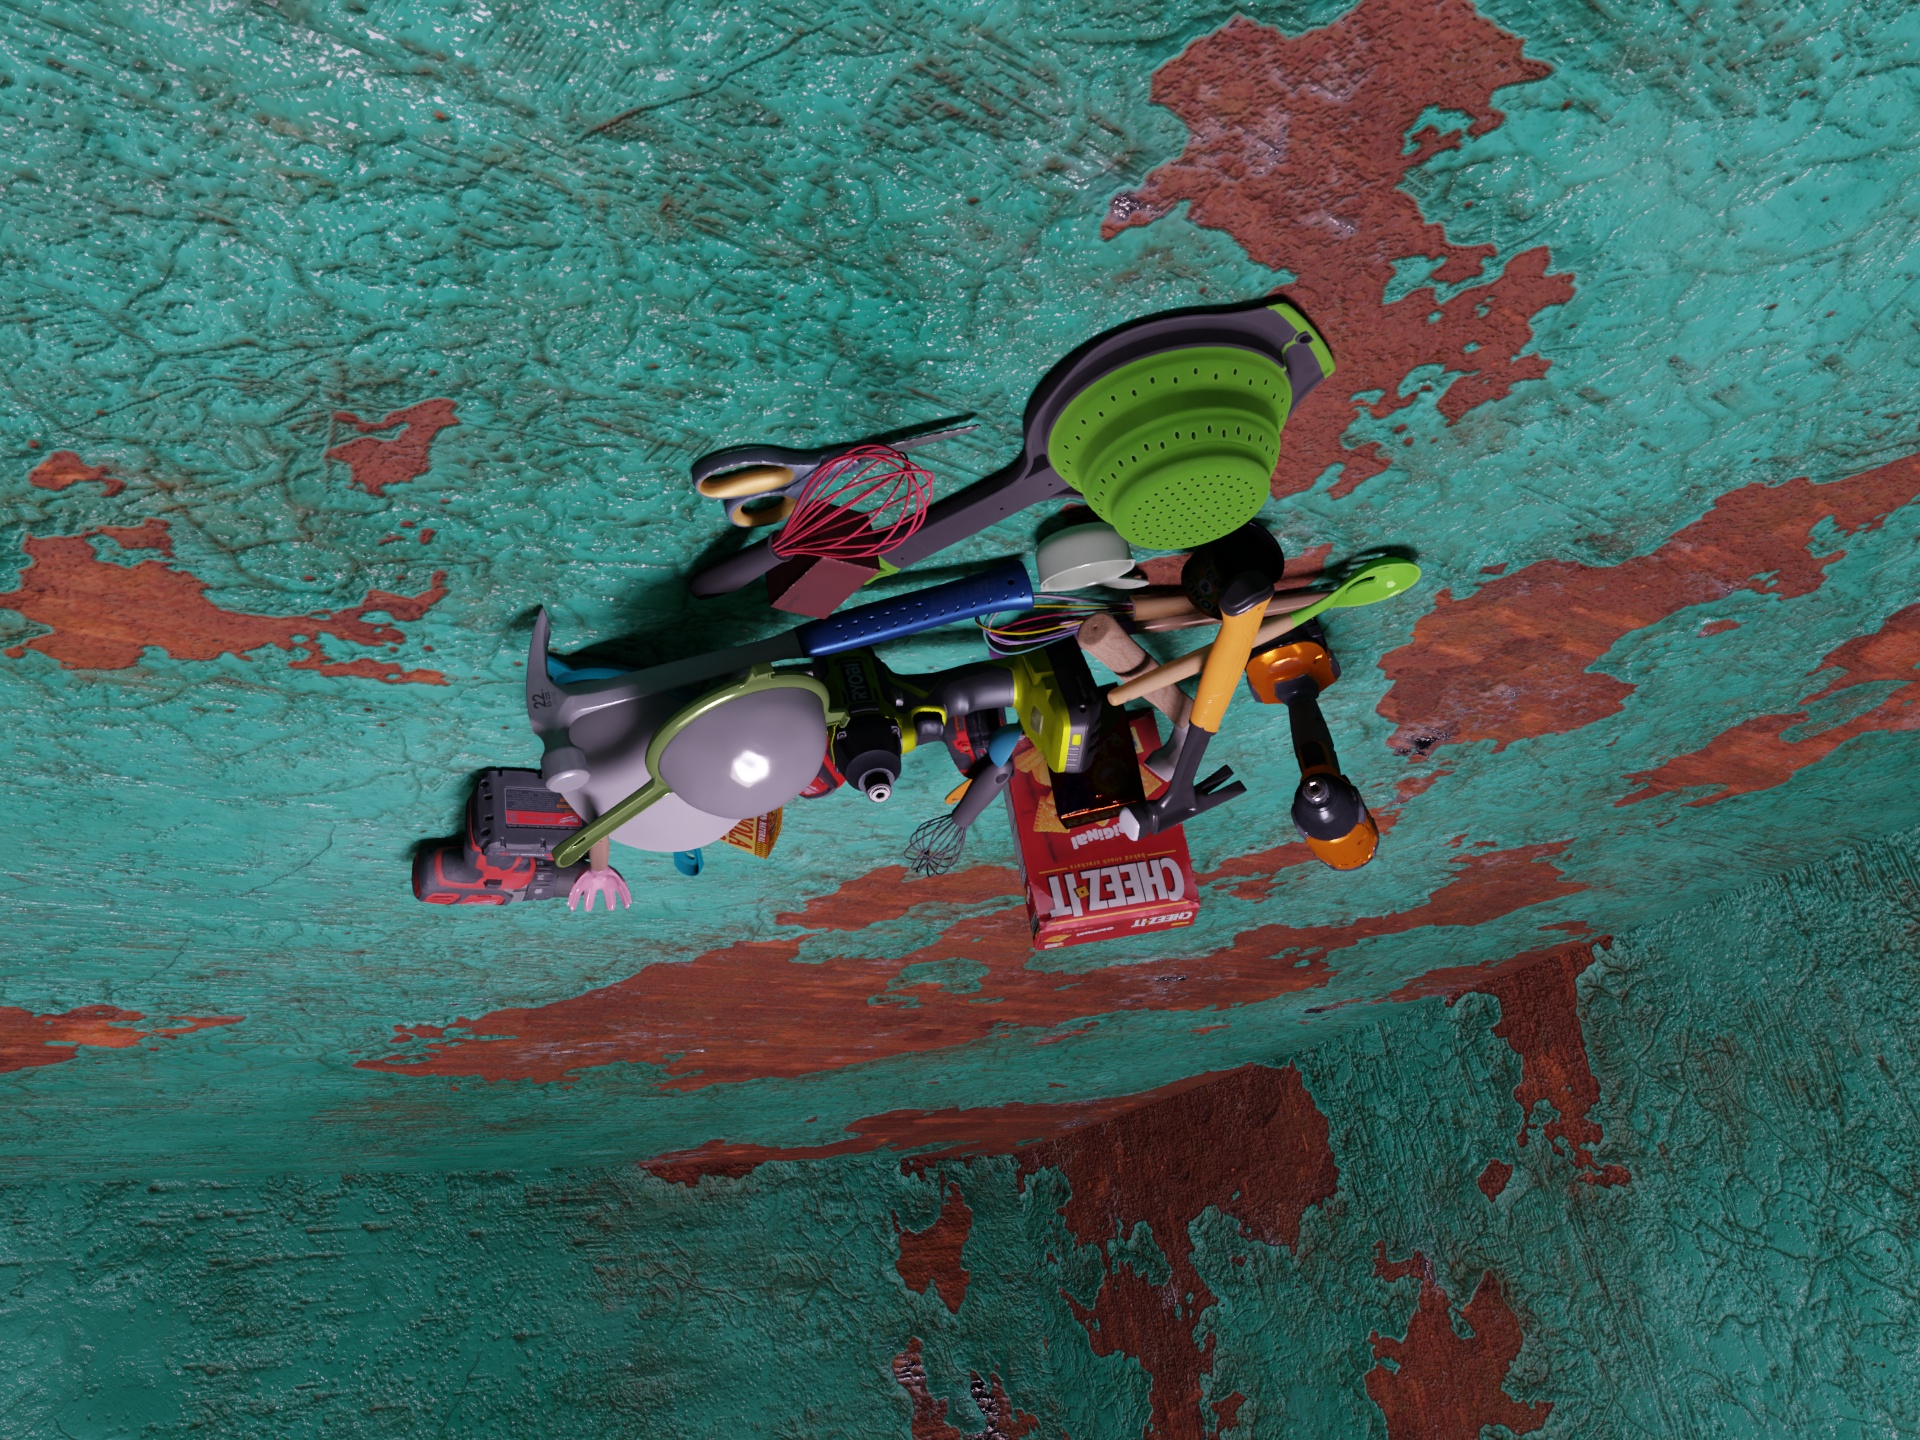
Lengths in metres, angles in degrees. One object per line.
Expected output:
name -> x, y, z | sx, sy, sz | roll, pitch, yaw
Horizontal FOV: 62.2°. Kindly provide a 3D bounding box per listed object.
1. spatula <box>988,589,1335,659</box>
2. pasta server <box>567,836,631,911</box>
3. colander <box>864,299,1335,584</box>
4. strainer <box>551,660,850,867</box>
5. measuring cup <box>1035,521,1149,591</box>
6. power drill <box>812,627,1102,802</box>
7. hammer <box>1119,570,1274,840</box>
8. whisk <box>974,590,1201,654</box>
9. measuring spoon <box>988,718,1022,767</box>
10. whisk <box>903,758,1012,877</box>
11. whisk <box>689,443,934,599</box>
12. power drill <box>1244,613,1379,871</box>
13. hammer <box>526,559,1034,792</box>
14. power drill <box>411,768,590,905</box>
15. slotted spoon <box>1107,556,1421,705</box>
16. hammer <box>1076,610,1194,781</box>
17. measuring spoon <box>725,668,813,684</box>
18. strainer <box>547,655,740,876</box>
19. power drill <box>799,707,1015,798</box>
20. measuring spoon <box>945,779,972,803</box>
spatula -> 0.181, -0.087, 1.425 | 0.316, 0.018, 0.059 | -9, 151, -2
pasta server -> -0.322, 0.132, 1.421 | 0.060, 0.040, 0.316 | -1, 167, -13
colander -> 0.085, -0.155, 1.146 | 0.397, 0.095, 0.204 | -24, 153, 26
strainer -> -0.202, 0.060, 1.220 | 0.256, 0.069, 0.151 | -33, 156, 9
measuring cup -> 0.117, -0.131, 1.296 | 0.083, 0.038, 0.167 | -17, 173, 26
power drill -> -0.002, -0.004, 1.338 | 0.223, 0.171, 0.080 | -6, 132, -12
hammer -> 0.221, -0.012, 1.369 | 0.127, 0.034, 0.336 | -22, 150, -20
whisk -> 0.127, -0.091, 1.356 | 0.245, 0.051, 0.047 | -7, -178, -21
measuring spoon -> 0.049, -0.012, 1.431 | 0.021, 0.129, 0.042 | 27, 139, -6
whisk -> -0.001, 0.091, 1.527 | 0.055, 0.055, 0.239 | 0, 152, -22
whisk -> -0.115, -0.128, 1.121 | 0.073, 0.073, 0.296 | 8, 164, -36
power drill -> 0.314, 0.012, 1.440 | 0.084, 0.227, 0.164 | -19, 154, 16
hammer -> -0.140, -0.064, 1.253 | 0.405, 0.144, 0.035 | -15, 159, -11
power drill -> -0.425, 0.128, 1.575 | 0.187, 0.080, 0.226 | 5, 154, -31
slotted spoon -> 0.262, -0.078, 1.370 | 0.313, 0.031, 0.070 | -24, 159, -17
hammer -> 0.173, -0.035, 1.415 | 0.130, 0.031, 0.331 | -51, 153, 3
measuring spoon -> -0.148, -0.042, 1.397 | 0.124, 0.018, 0.034 | -9, 156, -21
strainer -> -0.270, 0.083, 1.397 | 0.211, 0.095, 0.340 | 15, 148, 7
power drill -> -0.066, 0.025, 1.501 | 0.219, 0.079, 0.143 | -10, 156, 6
measuring spoon -> 0.019, 0.068, 1.701 | 0.021, 0.011, 0.117 | 8, 150, -35
